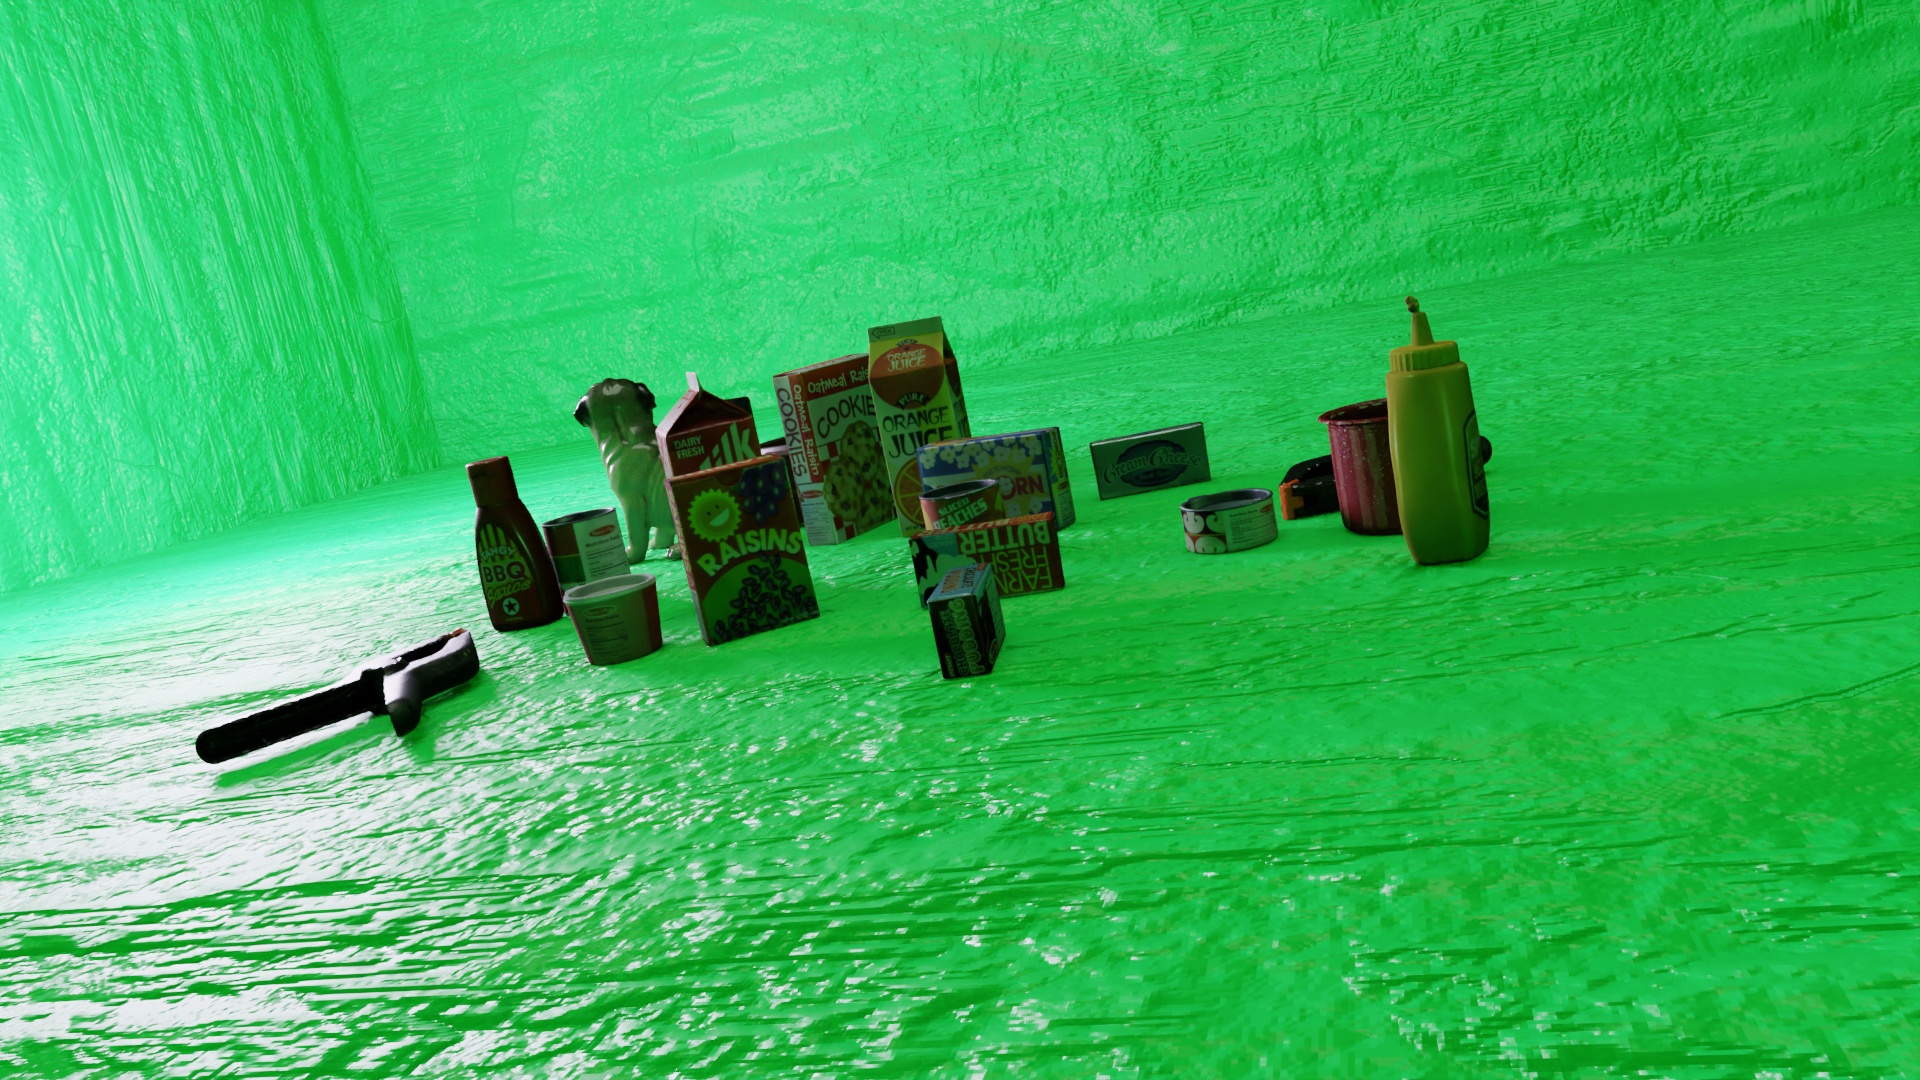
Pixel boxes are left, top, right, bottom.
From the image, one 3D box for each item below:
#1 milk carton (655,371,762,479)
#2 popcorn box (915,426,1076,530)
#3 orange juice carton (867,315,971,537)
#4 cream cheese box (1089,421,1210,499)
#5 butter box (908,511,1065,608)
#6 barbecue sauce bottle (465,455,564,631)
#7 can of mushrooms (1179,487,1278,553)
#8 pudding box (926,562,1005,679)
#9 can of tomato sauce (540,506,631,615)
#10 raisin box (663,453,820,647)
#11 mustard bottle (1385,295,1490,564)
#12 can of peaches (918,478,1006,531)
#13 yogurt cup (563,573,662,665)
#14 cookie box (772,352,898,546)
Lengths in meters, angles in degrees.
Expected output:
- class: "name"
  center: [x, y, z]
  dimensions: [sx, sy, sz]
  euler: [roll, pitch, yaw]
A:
- class: "milk carton"
  center: [-0.195, -0.042, 1.116]
  dimensions: [0.073, 0.190, 0.072]
  euler: [-14, 11, -16]
- class: "popcorn box"
  center: [0.031, -0.048, 1.197]
  dimensions: [0.126, 0.085, 0.038]
  euler: [-5, 12, 31]
- class: "orange juice carton"
  center: [-0.033, -0.107, 1.280]
  dimensions: [0.072, 0.192, 0.073]
  euler: [-10, 10, 10]
- class: "cream cheese box"
  center: [0.172, -0.072, 1.260]
  dimensions: [0.104, 0.053, 0.024]
  euler: [-10, 10, 7]
- class: "butter box"
  center: [0.019, 0.014, 0.972]
  dimensions: [0.103, 0.053, 0.024]
  euler: [-9, 10, 13]
- class: "barbecue sauce bottle"
  center: [-0.392, 0.002, 1.205]
  dimensions: [0.065, 0.148, 0.044]
  euler: [-8, 11, 17]
- class: "can of mushrooms"
  center: [0.191, -0.015, 0.994]
  dimensions: [0.071, 0.033, 0.071]
  euler: [-11, 11, 2]
- class: "pudding box"
  center: [0.005, 0.046, 0.828]
  dimensions: [0.030, 0.049, 0.084]
  euler: [-10, 11, 10]
- class: "can of tomato sauce"
  center: [-0.331, 0.018, 1.234]
  dimensions: [0.071, 0.083, 0.071]
  euler: [-11, 10, 2]
- class: "raisin box"
  center: [-0.159, 0.006, 1.012]
  dimensions: [0.086, 0.123, 0.040]
  euler: [-15, 11, -18]
- class: "mustard bottle"
  center: [0.284, -0.068, 0.833]
  dimensions: [0.049, 0.160, 0.065]
  euler: [-5, 12, 31]
- class: "can of peaches"
  center: [0.004, -0.014, 1.120]
  dimensions: [0.071, 0.058, 0.071]
  euler: [-11, 10, 2]
- class: "yogurt cup"
  center: [-0.252, 0.058, 1.021]
  dimensions: [0.072, 0.054, 0.072]
  euler: [-11, 10, 2]
- class: "cookie box"
  center: [-0.115, -0.091, 1.351]
  dimensions: [0.040, 0.167, 0.123]
  euler: [-5, 12, 34]
